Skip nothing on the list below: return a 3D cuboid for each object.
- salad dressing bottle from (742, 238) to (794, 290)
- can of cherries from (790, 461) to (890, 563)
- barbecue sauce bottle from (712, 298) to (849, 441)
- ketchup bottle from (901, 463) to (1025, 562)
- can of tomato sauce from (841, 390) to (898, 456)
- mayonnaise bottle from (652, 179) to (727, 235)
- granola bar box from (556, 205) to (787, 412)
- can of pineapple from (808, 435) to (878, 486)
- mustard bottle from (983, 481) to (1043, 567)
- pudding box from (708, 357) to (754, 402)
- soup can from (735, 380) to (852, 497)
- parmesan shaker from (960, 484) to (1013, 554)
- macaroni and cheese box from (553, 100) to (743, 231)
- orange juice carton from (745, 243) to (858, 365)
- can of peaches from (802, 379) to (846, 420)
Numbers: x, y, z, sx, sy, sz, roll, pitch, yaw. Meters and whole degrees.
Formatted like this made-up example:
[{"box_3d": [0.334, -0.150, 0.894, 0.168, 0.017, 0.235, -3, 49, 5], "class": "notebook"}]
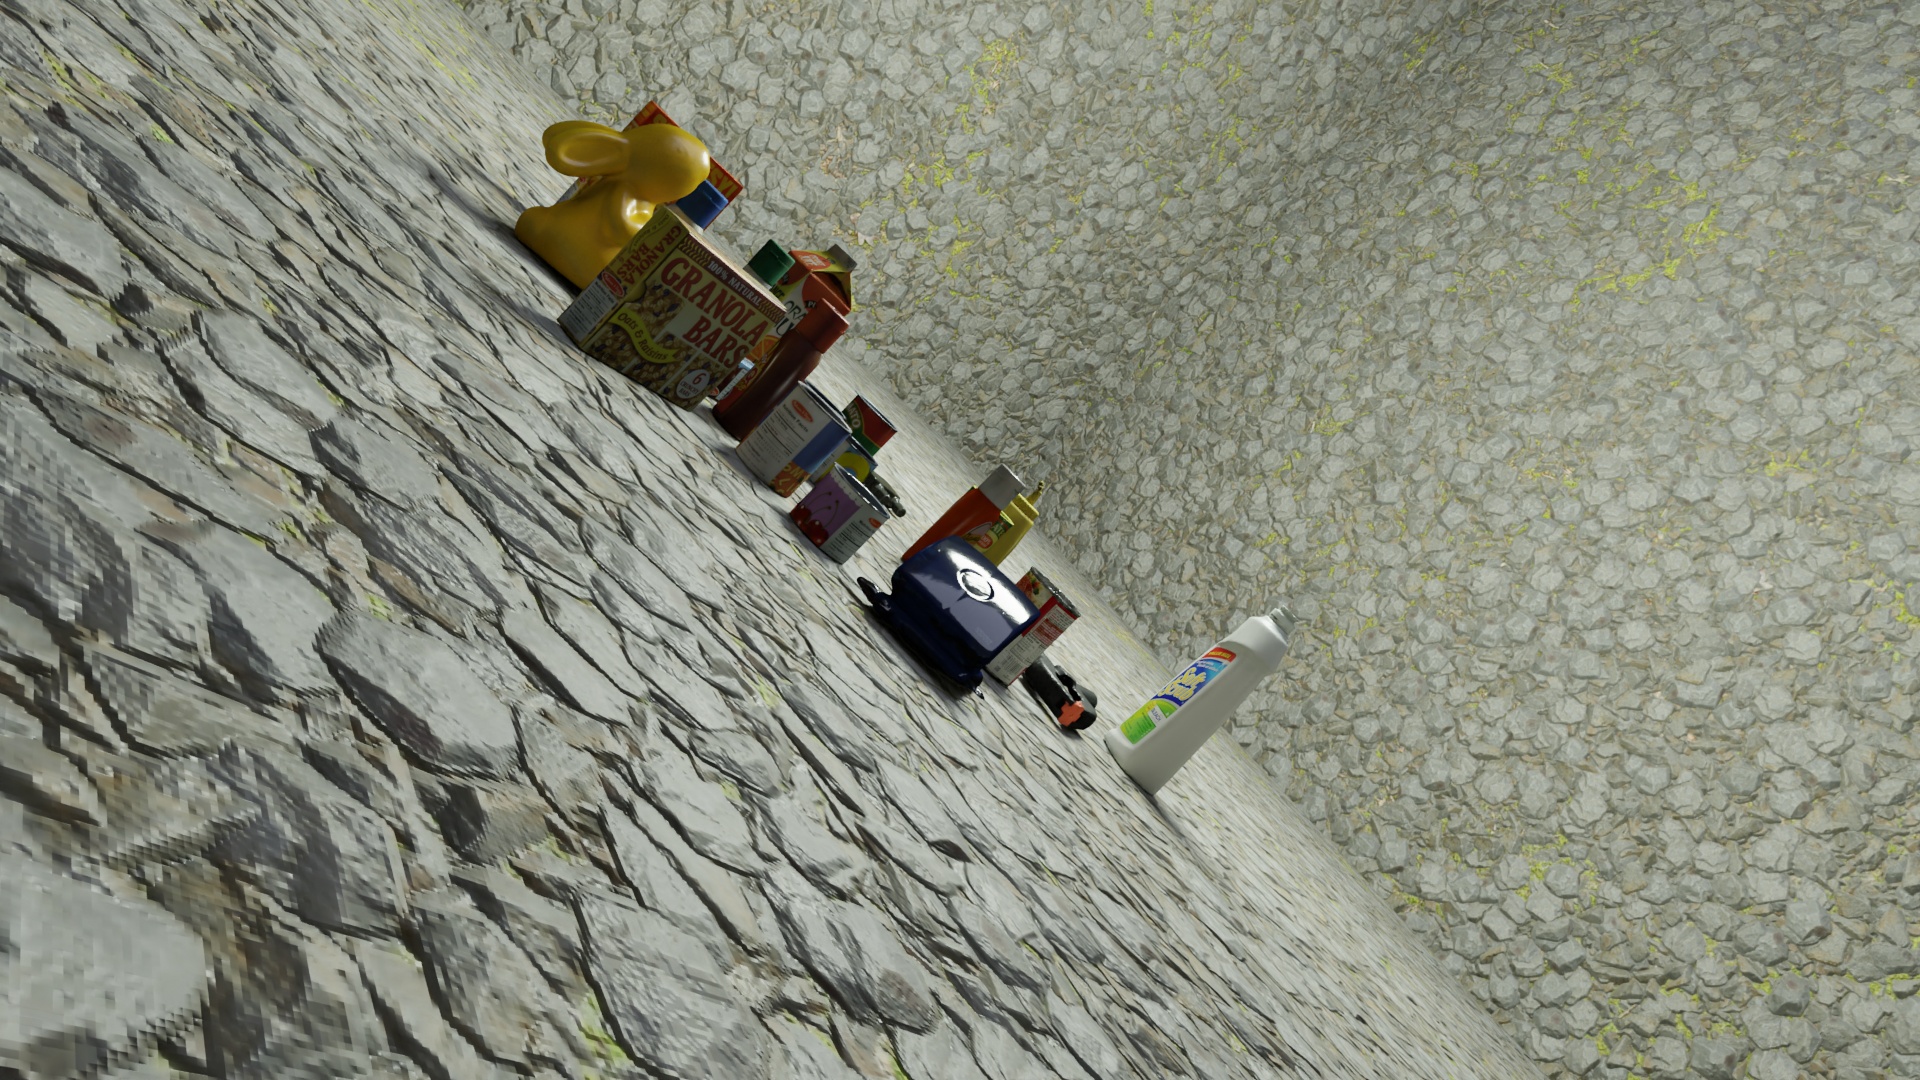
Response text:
[{"box_3d": [-0.241, -0.260, 1.497, 0.064, 0.147, 0.044, 45, 5, 0], "class": "salad dressing bottle"}, {"box_3d": [-0.105, -0.024, 1.196, 0.071, 0.058, 0.071, 44, 5, -5], "class": "can of cherries"}, {"box_3d": [-0.166, -0.159, 1.292, 0.043, 0.148, 0.065, 43, 5, -19], "class": "barbecue sauce bottle"}, {"box_3d": [0.005, -0.019, 1.493, 0.043, 0.148, 0.064, 47, 5, 23], "class": "ketchup bottle"}, {"box_3d": [-0.128, -0.126, 1.664, 0.071, 0.083, 0.071, 44, 5, -5], "class": "can of tomato sauce"}, {"box_3d": [-0.291, -0.292, 1.367, 0.064, 0.148, 0.041, 44, 5, -12], "class": "mayonnaise bottle"}, {"box_3d": [-0.229, -0.182, 1.129, 0.039, 0.124, 0.165, 47, 6, 23], "class": "granola bar box"}, {"box_3d": [-0.128, -0.080, 1.451, 0.071, 0.058, 0.071, 44, 5, -5], "class": "can of pineapple"}, {"box_3d": [0.047, -0.010, 1.672, 0.048, 0.160, 0.065, 43, 5, -21], "class": "mustard bottle"}, {"box_3d": [-0.232, -0.163, 1.356, 0.030, 0.049, 0.083, 47, 6, 22], "class": "pudding box"}, {"box_3d": [-0.148, -0.089, 1.239, 0.071, 0.083, 0.071, 44, 5, -5], "class": "soup can"}, {"box_3d": [0.004, -0.004, 1.615, 0.071, 0.103, 0.071, 44, 5, -5], "class": "parmesan shaker"}, {"box_3d": [-0.326, -0.347, 1.427, 0.123, 0.166, 0.040, 41, 6, -35], "class": "macaroni and cheese box"}, {"box_3d": [-0.194, -0.254, 1.564, 0.073, 0.192, 0.072, 41, 6, -39], "class": "orange juice carton"}, {"box_3d": [-0.173, -0.140, 1.571, 0.071, 0.058, 0.071, 44, 5, -5], "class": "can of peaches"}]
